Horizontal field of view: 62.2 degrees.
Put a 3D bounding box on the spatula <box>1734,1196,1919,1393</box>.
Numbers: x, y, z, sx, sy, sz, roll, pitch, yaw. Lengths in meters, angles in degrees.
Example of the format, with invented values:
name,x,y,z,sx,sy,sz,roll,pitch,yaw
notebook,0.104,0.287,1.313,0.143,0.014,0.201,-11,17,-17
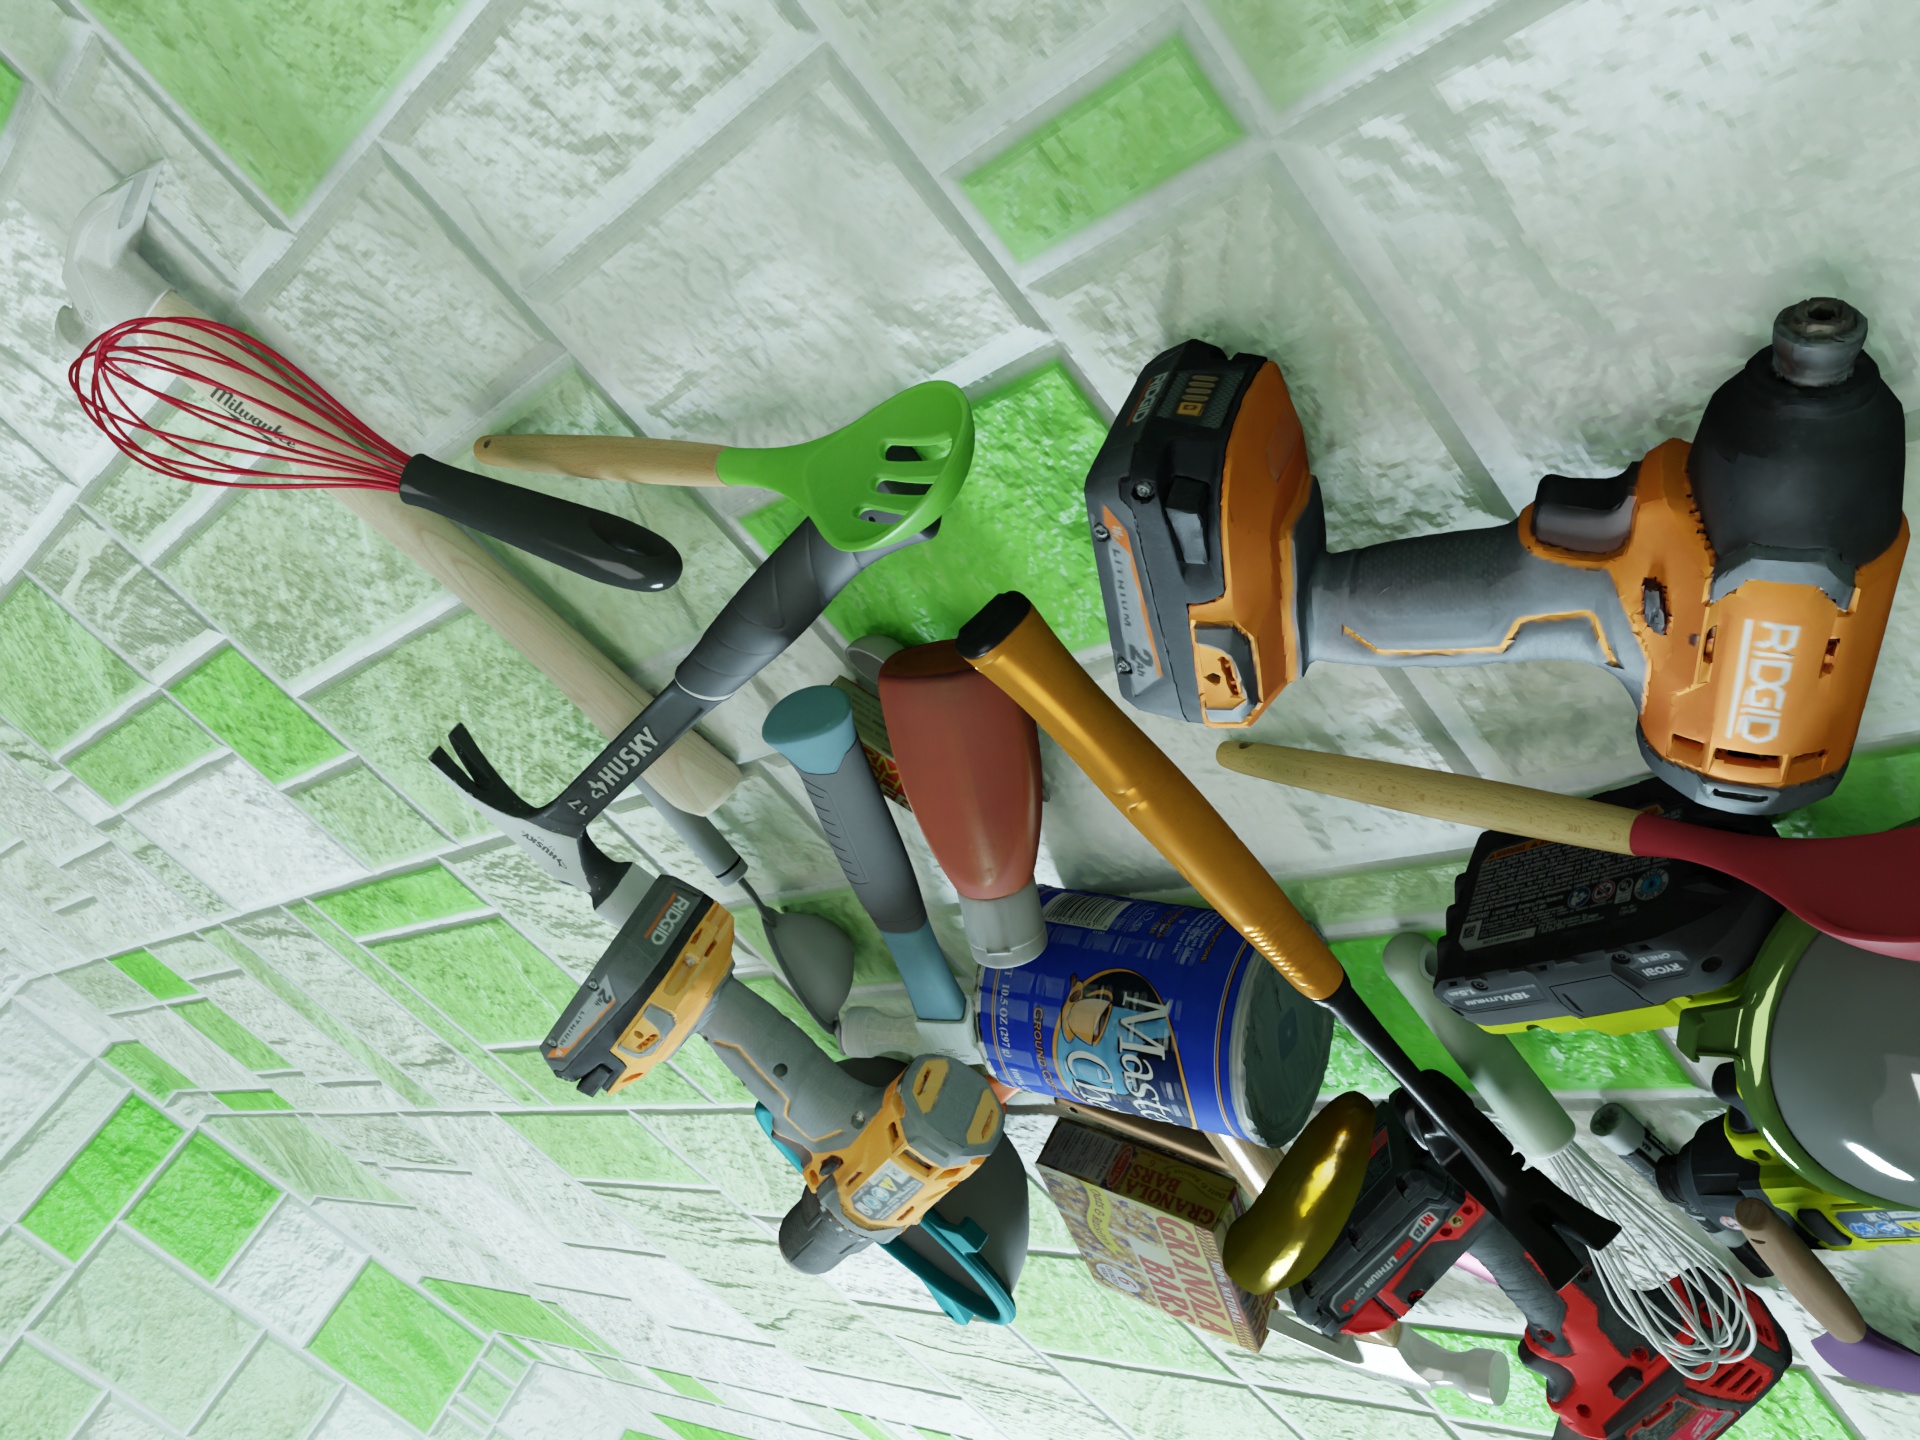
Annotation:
name,x,y,z,sx,sy,sz,roll,pitch,yaw
spatula,0.381,0.257,0.687,0.060,0.018,0.315,-3,149,40

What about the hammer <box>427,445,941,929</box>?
name,x,y,z,sx,sy,sz,roll,pitch,yaw
hammer,-0.134,-0.015,0.762,0.149,0.036,0.409,39,138,-12

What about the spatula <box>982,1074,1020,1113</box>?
name,x,y,z,sx,sy,sz,roll,pitch,yaw
spatula,0.067,0.183,0.905,0.081,0.041,0.322,41,141,-15

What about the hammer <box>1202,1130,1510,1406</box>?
name,x,y,z,sx,sy,sz,roll,pitch,yaw
hammer,0.189,0.281,0.888,0.130,0.031,0.331,-6,131,41

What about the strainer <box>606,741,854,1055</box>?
name,x,y,z,sx,sy,sz,roll,pitch,yaw
strainer,-0.127,0.093,0.926,0.258,0.050,0.087,52,-175,-18

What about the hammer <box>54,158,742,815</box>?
name,x,y,z,sx,sy,sz,roll,pitch,yaw
hammer,-0.269,-0.097,0.806,0.410,0.038,0.146,42,143,-15

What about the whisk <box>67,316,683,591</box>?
name,x,y,z,sx,sy,sz,roll,pitch,yaw
whisk,-0.259,-0.113,0.703,0.296,0.073,0.073,20,144,6

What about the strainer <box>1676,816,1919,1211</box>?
name,x,y,z,sx,sy,sz,roll,pitch,yaw
strainer,0.364,0.141,0.504,0.151,0.069,0.256,-42,104,12

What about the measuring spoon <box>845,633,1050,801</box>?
name,x,y,z,sx,sy,sz,roll,pitch,yaw
measuring spoon,-0.001,-0.002,0.736,0.124,0.018,0.034,38,162,-21

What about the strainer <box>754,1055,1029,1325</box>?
name,x,y,z,sx,sy,sz,roll,pitch,yaw
strainer,-0.013,0.322,1.077,0.211,0.095,0.340,28,155,30

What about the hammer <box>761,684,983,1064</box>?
name,x,y,z,sx,sy,sz,roll,pitch,yaw
hammer,-0.035,0.093,0.808,0.128,0.033,0.330,0,143,14

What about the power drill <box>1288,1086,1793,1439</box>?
name,x,y,z,sx,sy,sz,roll,pitch,yaw
power drill,0.277,0.294,0.787,0.219,0.078,0.143,33,112,-3

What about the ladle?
name,x,y,z,sx,sy,sz,roll,pitch,yaw
ladle,0.208,0.034,0.546,0.316,0.069,0.031,12,125,51

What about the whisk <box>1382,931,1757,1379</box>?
name,x,y,z,sx,sy,sz,roll,pitch,yaw
whisk,0.267,0.192,0.706,0.246,0.058,0.059,52,143,-3

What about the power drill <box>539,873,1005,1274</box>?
name,x,y,z,sx,sy,sz,roll,pitch,yaw
power drill,-0.112,0.207,0.868,0.226,0.084,0.185,35,127,-5

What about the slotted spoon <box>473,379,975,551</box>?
name,x,y,z,sx,sy,sz,roll,pitch,yaw
slotted spoon,-0.109,-0.106,0.649,0.314,0.070,0.031,11,162,41

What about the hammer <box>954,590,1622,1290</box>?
name,x,y,z,sx,sy,sz,roll,pitch,yaw
hammer,0.120,0.080,0.603,0.336,0.034,0.127,46,-179,-18

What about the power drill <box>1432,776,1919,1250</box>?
name,x,y,z,sx,sy,sz,roll,pitch,yaw
power drill,0.295,0.127,0.610,0.223,0.080,0.171,40,145,-16

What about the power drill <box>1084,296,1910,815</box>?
name,x,y,z,sx,sy,sz,roll,pitch,yaw
power drill,0.158,-0.057,0.485,0.226,0.084,0.164,9,139,23

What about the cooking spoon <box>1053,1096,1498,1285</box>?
name,x,y,z,sx,sy,sz,roll,pitch,yaw
cooking spoon,0.201,0.269,0.906,0.319,0.017,0.068,17,144,20
